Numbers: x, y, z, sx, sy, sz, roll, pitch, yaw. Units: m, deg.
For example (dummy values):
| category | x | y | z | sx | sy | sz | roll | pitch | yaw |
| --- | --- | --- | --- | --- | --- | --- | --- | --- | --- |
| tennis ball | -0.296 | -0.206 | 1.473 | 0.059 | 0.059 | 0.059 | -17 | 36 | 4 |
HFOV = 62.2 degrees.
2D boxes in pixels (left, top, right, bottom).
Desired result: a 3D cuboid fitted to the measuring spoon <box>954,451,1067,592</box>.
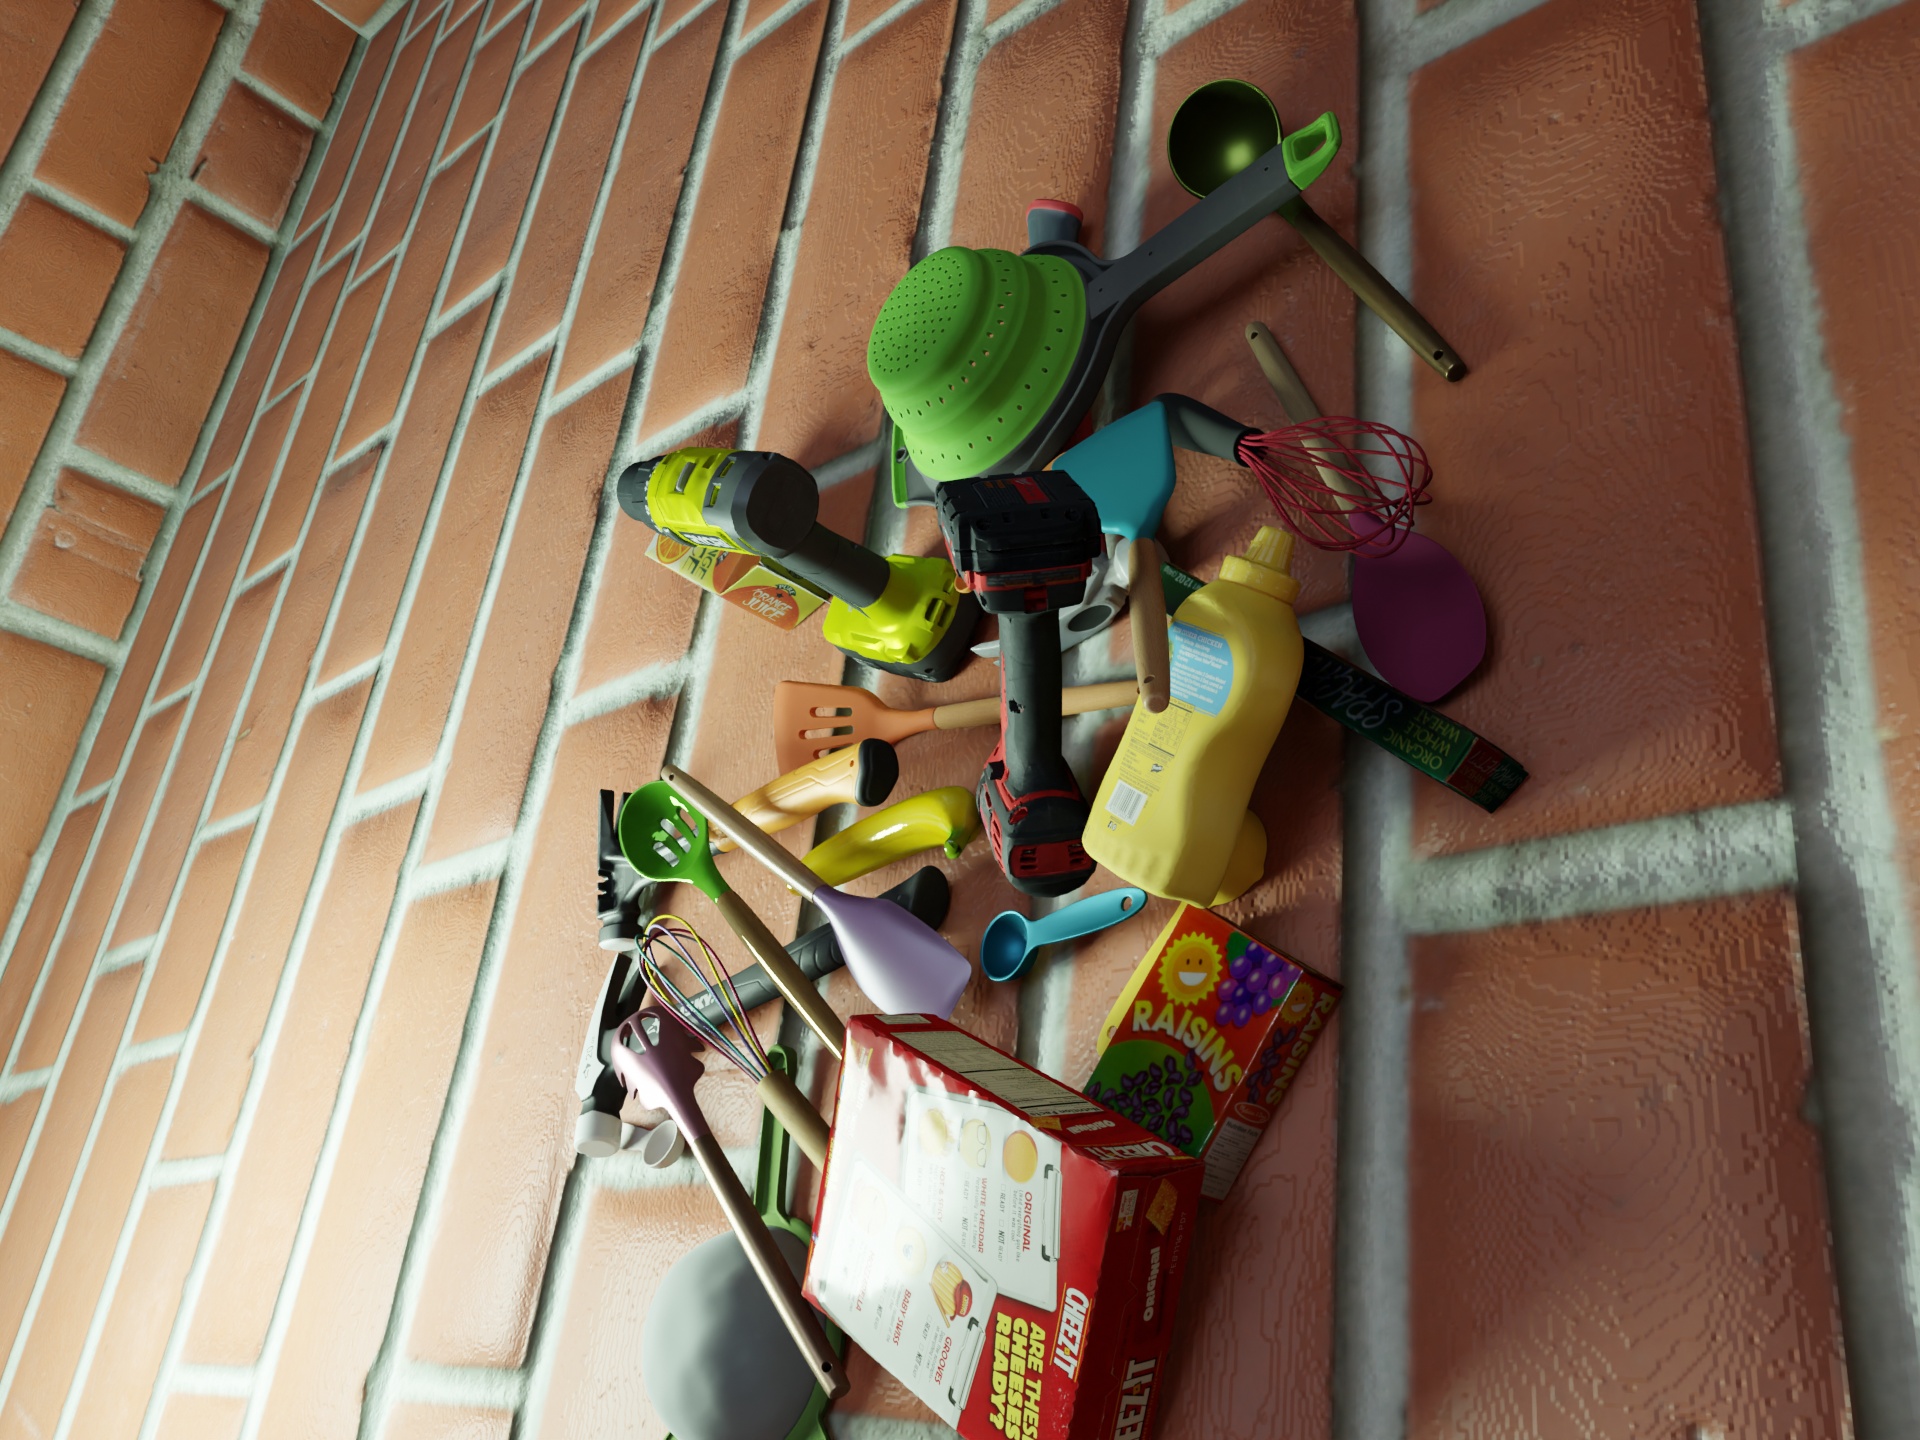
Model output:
| category | x | y | z | sx | sy | sz | roll | pitch | yaw |
| --- | --- | --- | --- | --- | --- | --- | --- | --- | --- |
| measuring spoon | 0.037 | -0.129 | 1.044 | 0.117 | 0.011 | 0.021 | -50 | 40 | 11 |

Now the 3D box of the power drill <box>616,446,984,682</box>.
| category | x | y | z | sx | sy | sz | roll | pitch | yaw |
| --- | --- | --- | --- | --- | --- | --- | --- | --- | --- |
| power drill | -0.112 | -0.112 | 1.074 | 0.191 | 0.228 | 0.080 | 14 | 78 | 50 |

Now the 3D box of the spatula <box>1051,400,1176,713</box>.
| category | x | y | z | sx | sy | sz | roll | pitch | yaw |
| --- | --- | --- | --- | --- | --- | --- | --- | --- | --- |
| spatula | 0.095 | -0.092 | 0.880 | 0.082 | 0.044 | 0.318 | -28 | 24 | 17 |

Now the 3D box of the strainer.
| category | x | y | z | sx | sy | sz | roll | pitch | yaw |
| --- | --- | --- | --- | --- | --- | --- | --- | --- | --- |
| strainer | -0.138 | 0.317 | 0.963 | 0.151 | 0.069 | 0.257 | -21 | 54 | 38 |

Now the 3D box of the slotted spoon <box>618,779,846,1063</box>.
| category | x | y | z | sx | sy | sz | roll | pitch | yaw |
| --- | --- | --- | --- | --- | --- | --- | --- | --- | --- |
| slotted spoon | -0.144 | 0.134 | 1.048 | 0.070 | 0.031 | 0.314 | -52 | 46 | 2 |

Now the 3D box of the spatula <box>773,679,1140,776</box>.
| category | x | y | z | sx | sy | sz | roll | pitch | yaw |
| --- | --- | --- | --- | --- | --- | --- | --- | --- | --- |
| spatula | -0.002 | -0.003 | 1.038 | 0.323 | 0.041 | 0.081 | -8 | 85 | 43 |

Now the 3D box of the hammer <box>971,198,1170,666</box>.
| category | x | y | z | sx | sy | sz | roll | pitch | yaw |
| --- | --- | --- | --- | --- | --- | --- | --- | --- | --- |
| hammer | 0.061 | -0.217 | 1.106 | 0.143 | 0.038 | 0.387 | -30 | 48 | 34 |

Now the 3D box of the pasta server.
| category | x | y | z | sx | sy | sz | roll | pitch | yaw |
| --- | --- | --- | --- | --- | --- | --- | --- | --- | --- |
| pasta server | -0.141 | 0.276 | 0.953 | 0.060 | 0.040 | 0.317 | -34 | 46 | -11 |

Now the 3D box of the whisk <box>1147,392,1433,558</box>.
| category | x | y | z | sx | sy | sz | roll | pitch | yaw |
| --- | --- | --- | --- | --- | --- | --- | --- | --- | --- |
| whisk | 0.175 | -0.153 | 0.907 | 0.073 | 0.073 | 0.296 | -55 | 27 | 6 |

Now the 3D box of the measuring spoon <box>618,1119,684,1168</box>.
| category | x | y | z | sx | sy | sz | roll | pitch | yaw |
| --- | --- | --- | --- | --- | --- | --- | --- | --- | --- |
| measuring spoon | -0.227 | 0.297 | 1.120 | 0.124 | 0.018 | 0.034 | -11 | 46 | 51 |

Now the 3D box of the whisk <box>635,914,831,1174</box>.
| category | x | y | z | sx | sy | sz | roll | pitch | yaw |
| --- | --- | --- | --- | --- | --- | --- | --- | --- | --- |
| whisk | -0.131 | 0.208 | 0.995 | 0.047 | 0.051 | 0.245 | -44 | 60 | -5 |

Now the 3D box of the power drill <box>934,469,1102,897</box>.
| category | x | y | z | sx | sy | sz | roll | pitch | yaw |
| --- | --- | --- | --- | --- | --- | --- | --- | --- | --- |
| power drill | 0.036 | -0.024 | 0.904 | 0.143 | 0.078 | 0.219 | -109 | 13 | -69 |

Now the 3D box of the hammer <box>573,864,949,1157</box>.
| category | x | y | z | sx | sy | sz | roll | pitch | yaw |
| --- | --- | --- | --- | --- | --- | --- | --- | --- | --- |
| hammer | -0.140 | 0.175 | 1.075 | 0.335 | 0.035 | 0.146 | -30 | 41 | 29 |

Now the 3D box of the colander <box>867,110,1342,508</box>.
| category | x | y | z | sx | sy | sz | roll | pitch | yaw |
| --- | --- | --- | --- | --- | --- | --- | --- | --- | --- |
| colander | 0.061 | -0.286 | 1.039 | 0.397 | 0.094 | 0.205 | -29 | 48 | 37 |

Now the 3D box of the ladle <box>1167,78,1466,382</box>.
| category | x | y | z | sx | sy | sz | roll | pitch | yaw |
| --- | --- | --- | --- | --- | --- | --- | --- | --- | --- |
| ladle | 0.216 | -0.302 | 0.979 | 0.078 | 0.062 | 0.321 | -48 | 43 | 23 |

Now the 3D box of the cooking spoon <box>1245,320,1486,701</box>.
| category | x | y | z | sx | sy | sz | roll | pitch | yaw |
| --- | --- | --- | --- | --- | --- | --- | --- | --- | --- |
| cooking spoon | 0.218 | -0.133 | 0.900 | 0.068 | 0.017 | 0.319 | -46 | 40 | 30 |

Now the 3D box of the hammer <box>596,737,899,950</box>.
| category | x | y | z | sx | sy | sz | roll | pitch | yaw |
| --- | --- | --- | --- | --- | --- | --- | --- | --- | --- |
| hammer | -0.162 | 0.069 | 1.134 | 0.337 | 0.034 | 0.127 | -24 | 63 | 43 |

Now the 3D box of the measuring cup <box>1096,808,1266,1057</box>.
| category | x | y | z | sx | sy | sz | roll | pitch | yaw |
| --- | --- | --- | --- | --- | --- | --- | --- | --- | --- |
| measuring cup | 0.109 | 0.111 | 0.856 | 0.062 | 0.029 | 0.156 | 29 | 88 | 51 |

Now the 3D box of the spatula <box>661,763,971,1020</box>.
| category | x | y | z | sx | sy | sz | roll | pitch | yaw |
| --- | --- | --- | --- | --- | --- | --- | --- | --- | --- |
| spatula | -0.106 | 0.102 | 1.028 | 0.316 | 0.018 | 0.060 | 33 | 97 | 40 |

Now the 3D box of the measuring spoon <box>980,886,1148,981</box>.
| category | x | y | z | sx | sy | sz | roll | pitch | yaw |
| --- | --- | --- | --- | --- | --- | --- | --- | --- | --- |
| measuring spoon | 0.062 | 0.119 | 0.903 | 0.128 | 0.021 | 0.042 | -26 | 51 | 40 |
